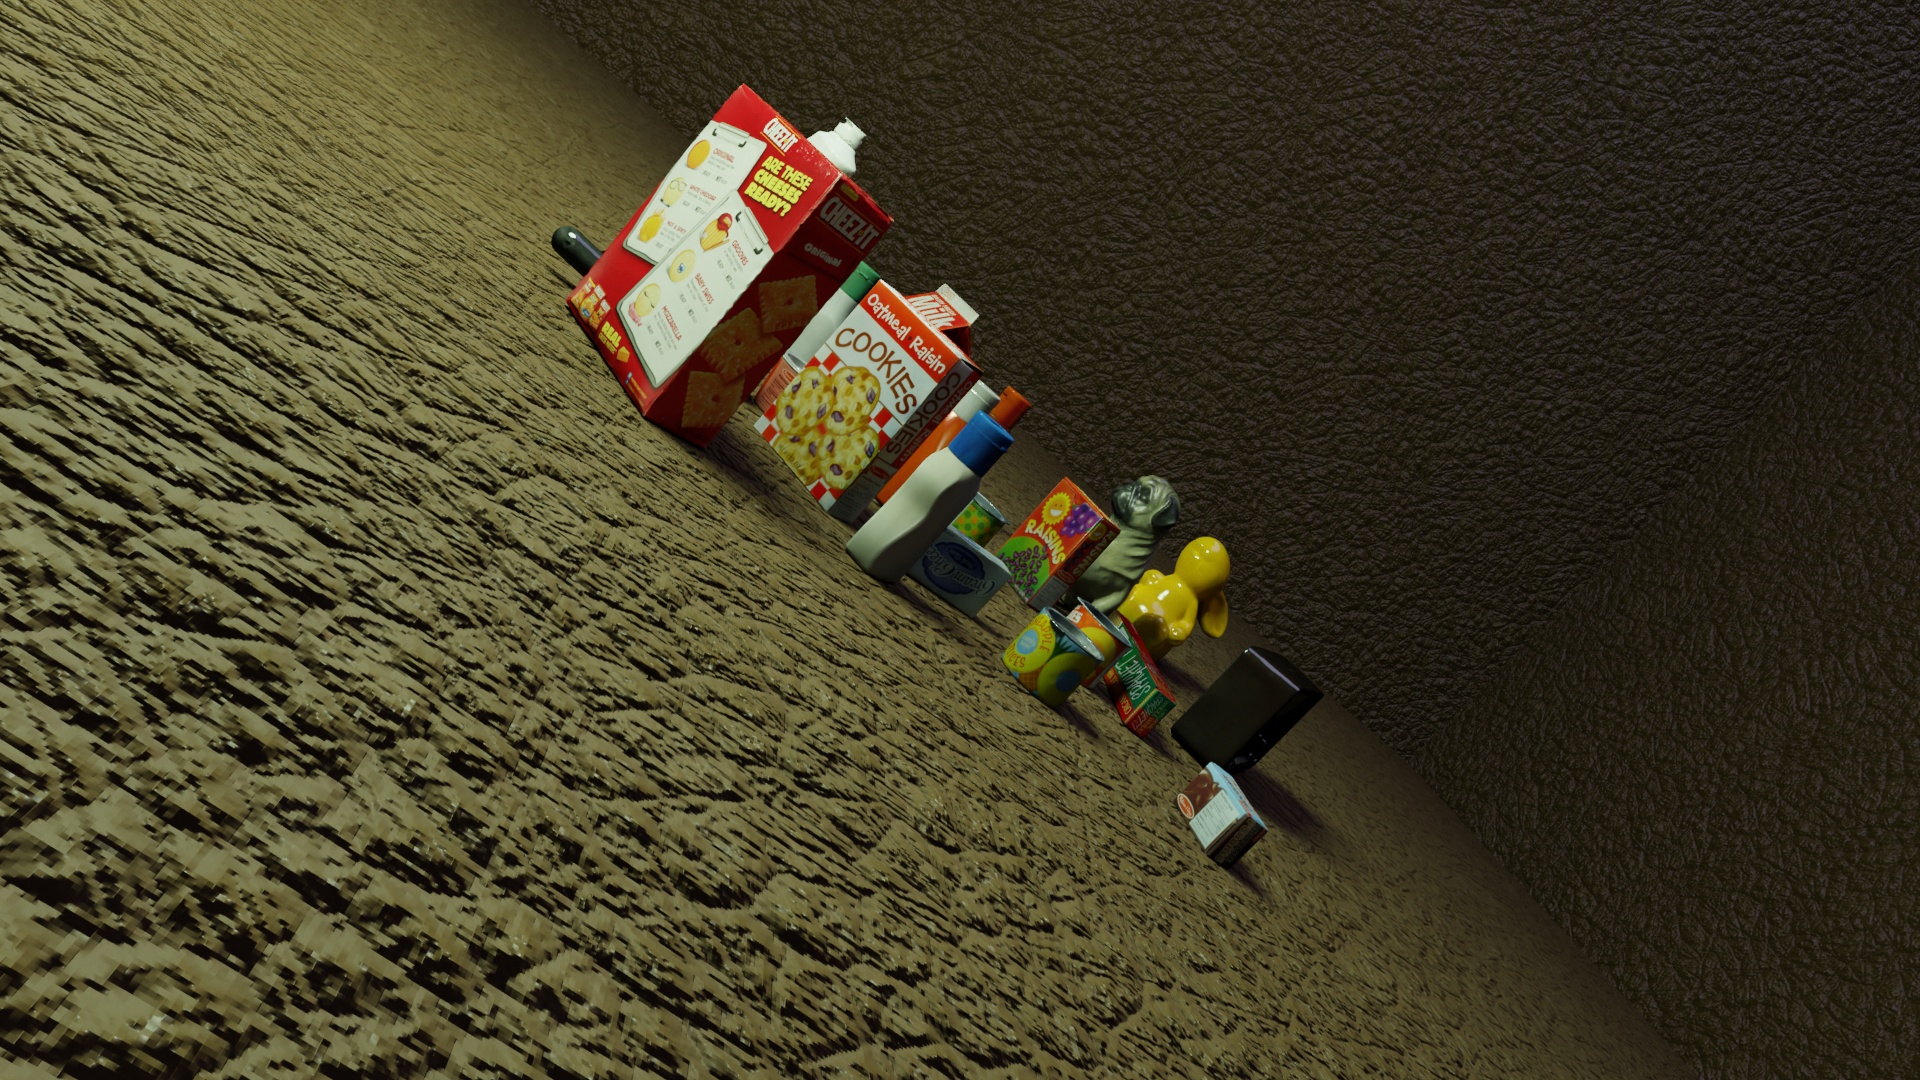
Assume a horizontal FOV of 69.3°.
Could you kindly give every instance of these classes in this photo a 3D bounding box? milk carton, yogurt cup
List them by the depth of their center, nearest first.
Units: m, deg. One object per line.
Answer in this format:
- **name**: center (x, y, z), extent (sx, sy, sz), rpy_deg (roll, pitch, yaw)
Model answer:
- **yogurt cup**: center (-0.153, -0.133, 1.282), extent (0.072, 0.054, 0.072), rpy_deg (41, 9, -7)
- **milk carton**: center (-0.061, -0.184, 1.476), extent (0.072, 0.190, 0.073), rpy_deg (48, 10, 36)

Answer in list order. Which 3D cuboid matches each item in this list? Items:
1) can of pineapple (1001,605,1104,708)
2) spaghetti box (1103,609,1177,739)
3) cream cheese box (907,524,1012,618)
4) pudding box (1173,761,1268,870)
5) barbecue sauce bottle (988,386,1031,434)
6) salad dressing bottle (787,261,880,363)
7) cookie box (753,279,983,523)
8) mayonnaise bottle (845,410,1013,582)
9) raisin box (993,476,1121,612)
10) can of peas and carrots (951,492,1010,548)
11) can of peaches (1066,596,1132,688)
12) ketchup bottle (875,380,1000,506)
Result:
- **can of pineapple**: center (0.075, 0.096, 1.152), extent (0.071, 0.058, 0.071), rpy_deg (41, 9, -7)
- **spaghetti box**: center (0.171, 0.132, 1.419), extent (0.028, 0.050, 0.251), rpy_deg (40, 9, -12)
- **cream cheese box**: center (-0.010, 0.019, 1.169), extent (0.103, 0.053, 0.024), rpy_deg (36, 10, -35)
- **pudding box**: center (0.215, 0.227, 1.153), extent (0.030, 0.049, 0.084), rpy_deg (39, 9, -22)
- **barbecue sauce bottle**: center (0.022, -0.115, 1.639), extent (0.043, 0.148, 0.065), rpy_deg (38, 9, -26)
- **salad dressing bottle**: center (-0.149, -0.247, 1.537), extent (0.064, 0.147, 0.044), rpy_deg (40, 9, -16)
- **cookie box**: center (-0.078, -0.116, 1.155), extent (0.123, 0.167, 0.040), rpy_deg (48, 10, 33)
- **mayonnaise bottle**: center (-0.021, -0.034, 1.067), extent (0.041, 0.148, 0.065), rpy_deg (46, 9, 23)
- **raisin box**: center (0.100, 0.005, 1.481), extent (0.040, 0.123, 0.086), rpy_deg (35, 11, -41)
- **can of peas and carrots**: center (0.005, -0.017, 1.391), extent (0.071, 0.058, 0.071), rpy_deg (41, 9, -7)
- **can of peaches**: center (0.120, 0.098, 1.333), extent (0.071, 0.058, 0.071), rpy_deg (41, 9, -7)
- **ketchup bottle**: center (-0.024, -0.091, 1.324), extent (0.043, 0.148, 0.065), rpy_deg (34, 11, -43)
